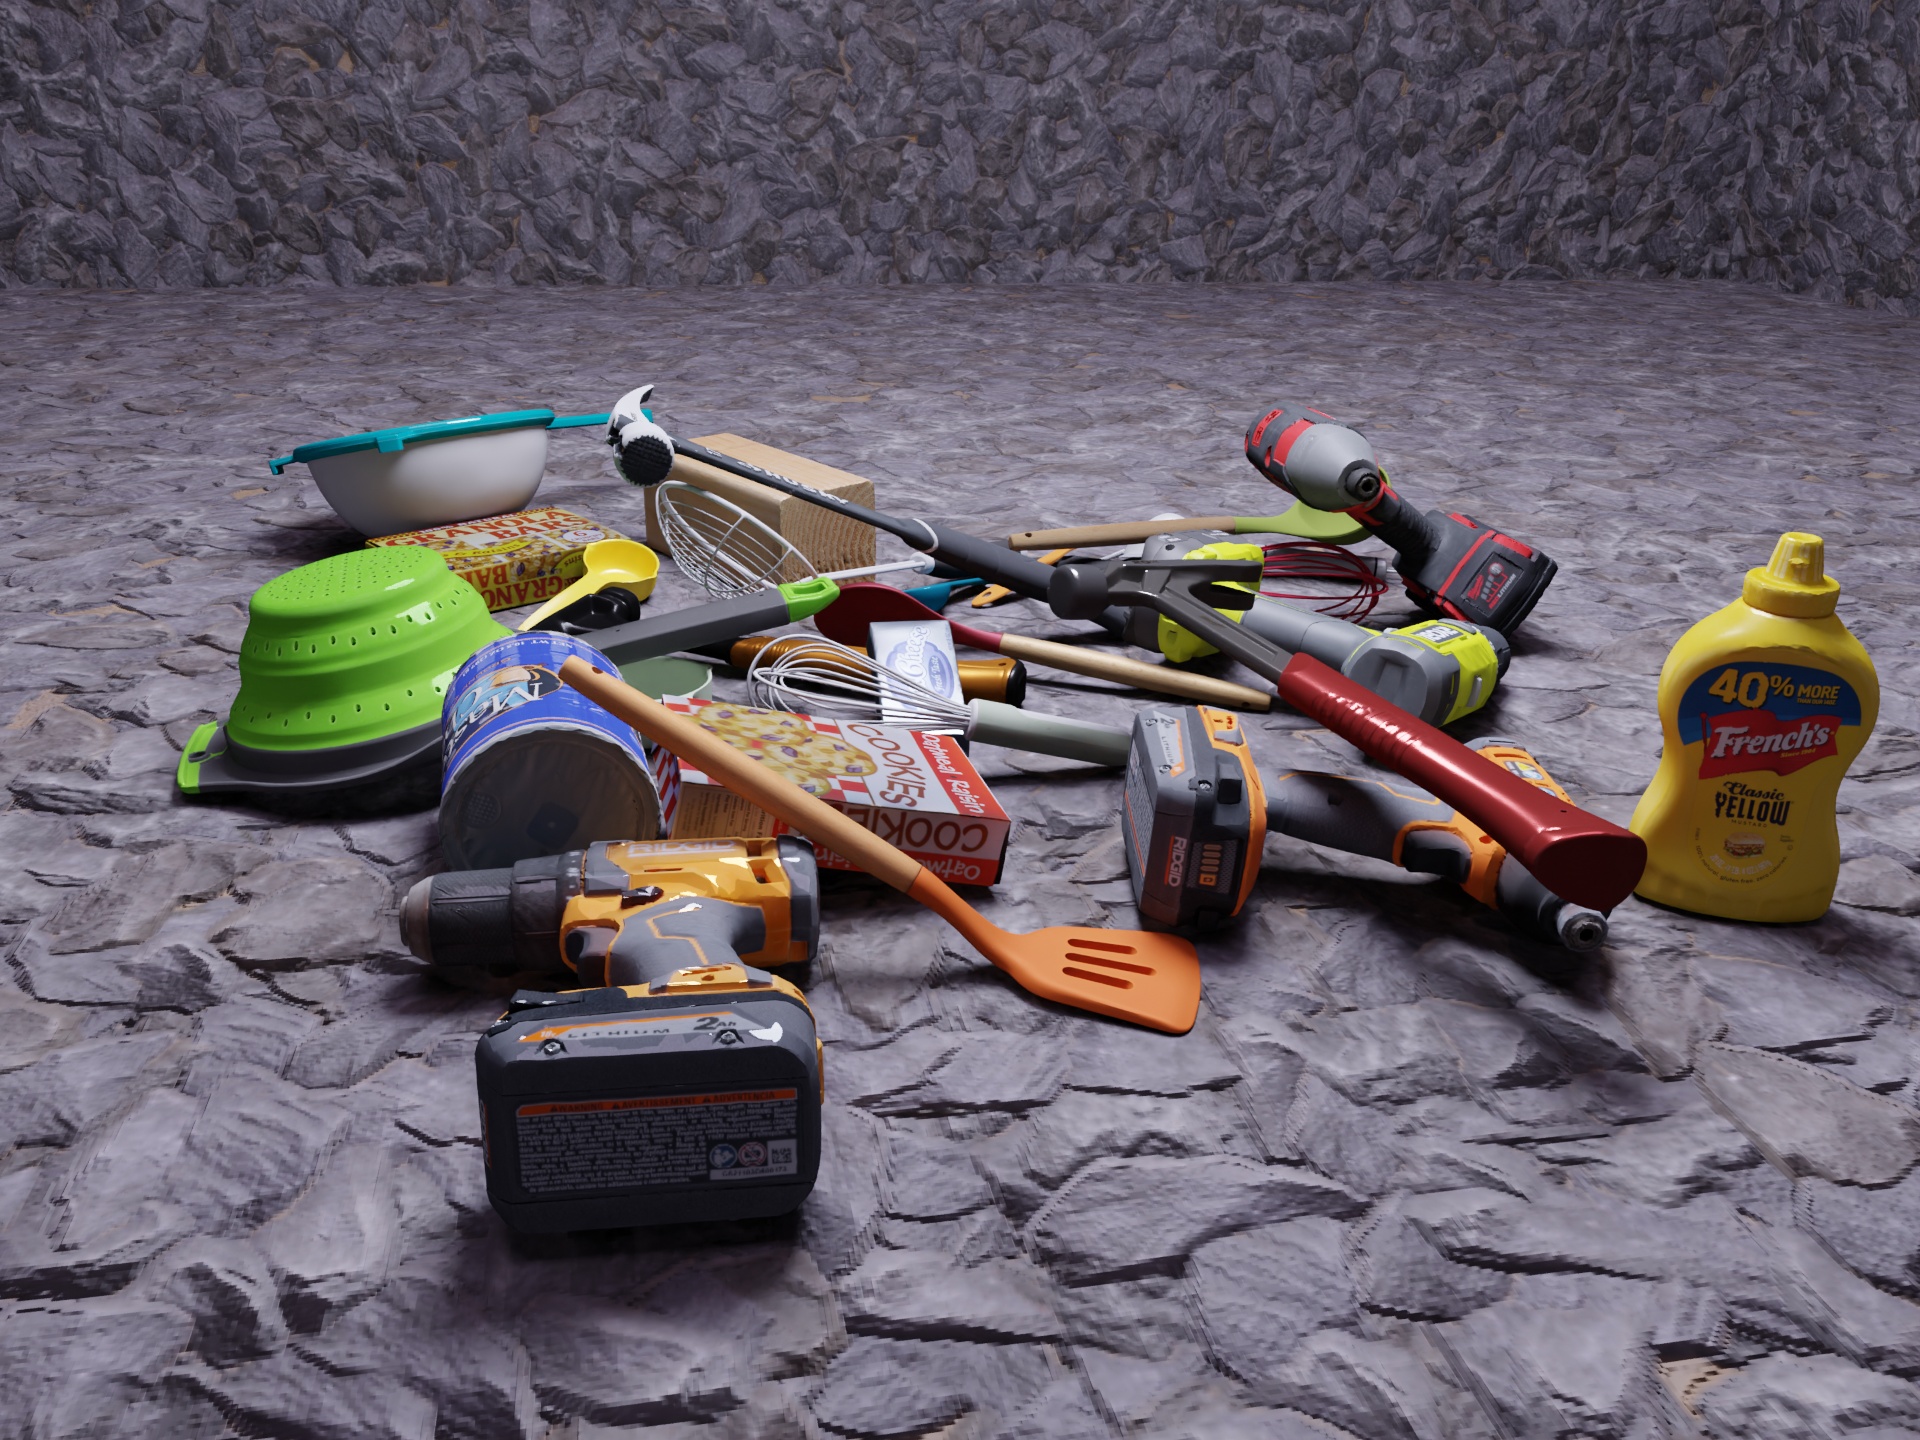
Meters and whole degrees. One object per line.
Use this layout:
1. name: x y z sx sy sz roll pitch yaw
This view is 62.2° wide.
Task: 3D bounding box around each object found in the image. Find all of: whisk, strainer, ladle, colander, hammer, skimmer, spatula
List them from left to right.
1. strainer: -0.396 -0.213 1.376 0.211 0.095 0.340 0 13 41
2. colander: -0.270 -0.064 0.951 0.397 0.094 0.205 -15 24 -13
3. hammer: -0.122 -0.041 1.063 0.337 0.034 0.127 8 23 16
4. skimmer: -0.066 -0.140 1.181 0.127 0.090 0.363 20 22 37
5. spatula: -0.037 0.053 0.724 0.322 0.041 0.081 32 24 -3
6. hammer: -0.047 -0.133 1.086 0.408 0.036 0.149 18 19 -25
7. whisk: -0.001 -0.003 0.918 0.246 0.059 0.058 10 3 -14
8. ladle: 0.053 -0.046 1.071 0.315 0.069 0.031 13 54 13
9. whisk: 0.179 -0.106 1.213 0.296 0.073 0.073 7 22 30
10. ladle: 0.193 -0.162 1.258 0.320 0.062 0.078 -6 43 -15
11. strainer: 0.239 -0.139 1.313 0.258 0.050 0.087 7 9 5
12. hammer: 0.196 -0.010 0.799 0.149 0.036 0.359 -3 26 -30

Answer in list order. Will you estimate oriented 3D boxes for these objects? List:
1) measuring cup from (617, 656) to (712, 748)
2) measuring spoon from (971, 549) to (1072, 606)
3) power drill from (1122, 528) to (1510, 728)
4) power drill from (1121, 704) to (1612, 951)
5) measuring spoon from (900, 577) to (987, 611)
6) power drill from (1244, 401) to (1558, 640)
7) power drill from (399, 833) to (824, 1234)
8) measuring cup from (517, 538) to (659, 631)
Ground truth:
1. measuring cup: -0.166 0.006 0.945 0.083 0.038 0.168 -13 29 -31
2. measuring spoon: 0.052 -0.120 1.246 0.117 0.011 0.021 -34 31 -26
3. power drill: 0.243 -0.059 1.056 0.229 0.080 0.190 23 21 30
4. power drill: 0.201 0.058 0.785 0.226 0.084 0.164 5 22 -2
5. measuring spoon: -0.002 -0.097 1.234 0.042 0.021 0.128 -5 6 35
6. power drill: 0.312 -0.144 1.135 0.219 0.078 0.143 30 12 -24
7. power drill: -0.145 0.110 0.645 0.185 0.084 0.226 -2 18 -8
8. measuring cup: -0.281 -0.086 1.181 0.062 0.029 0.156 25 41 12
